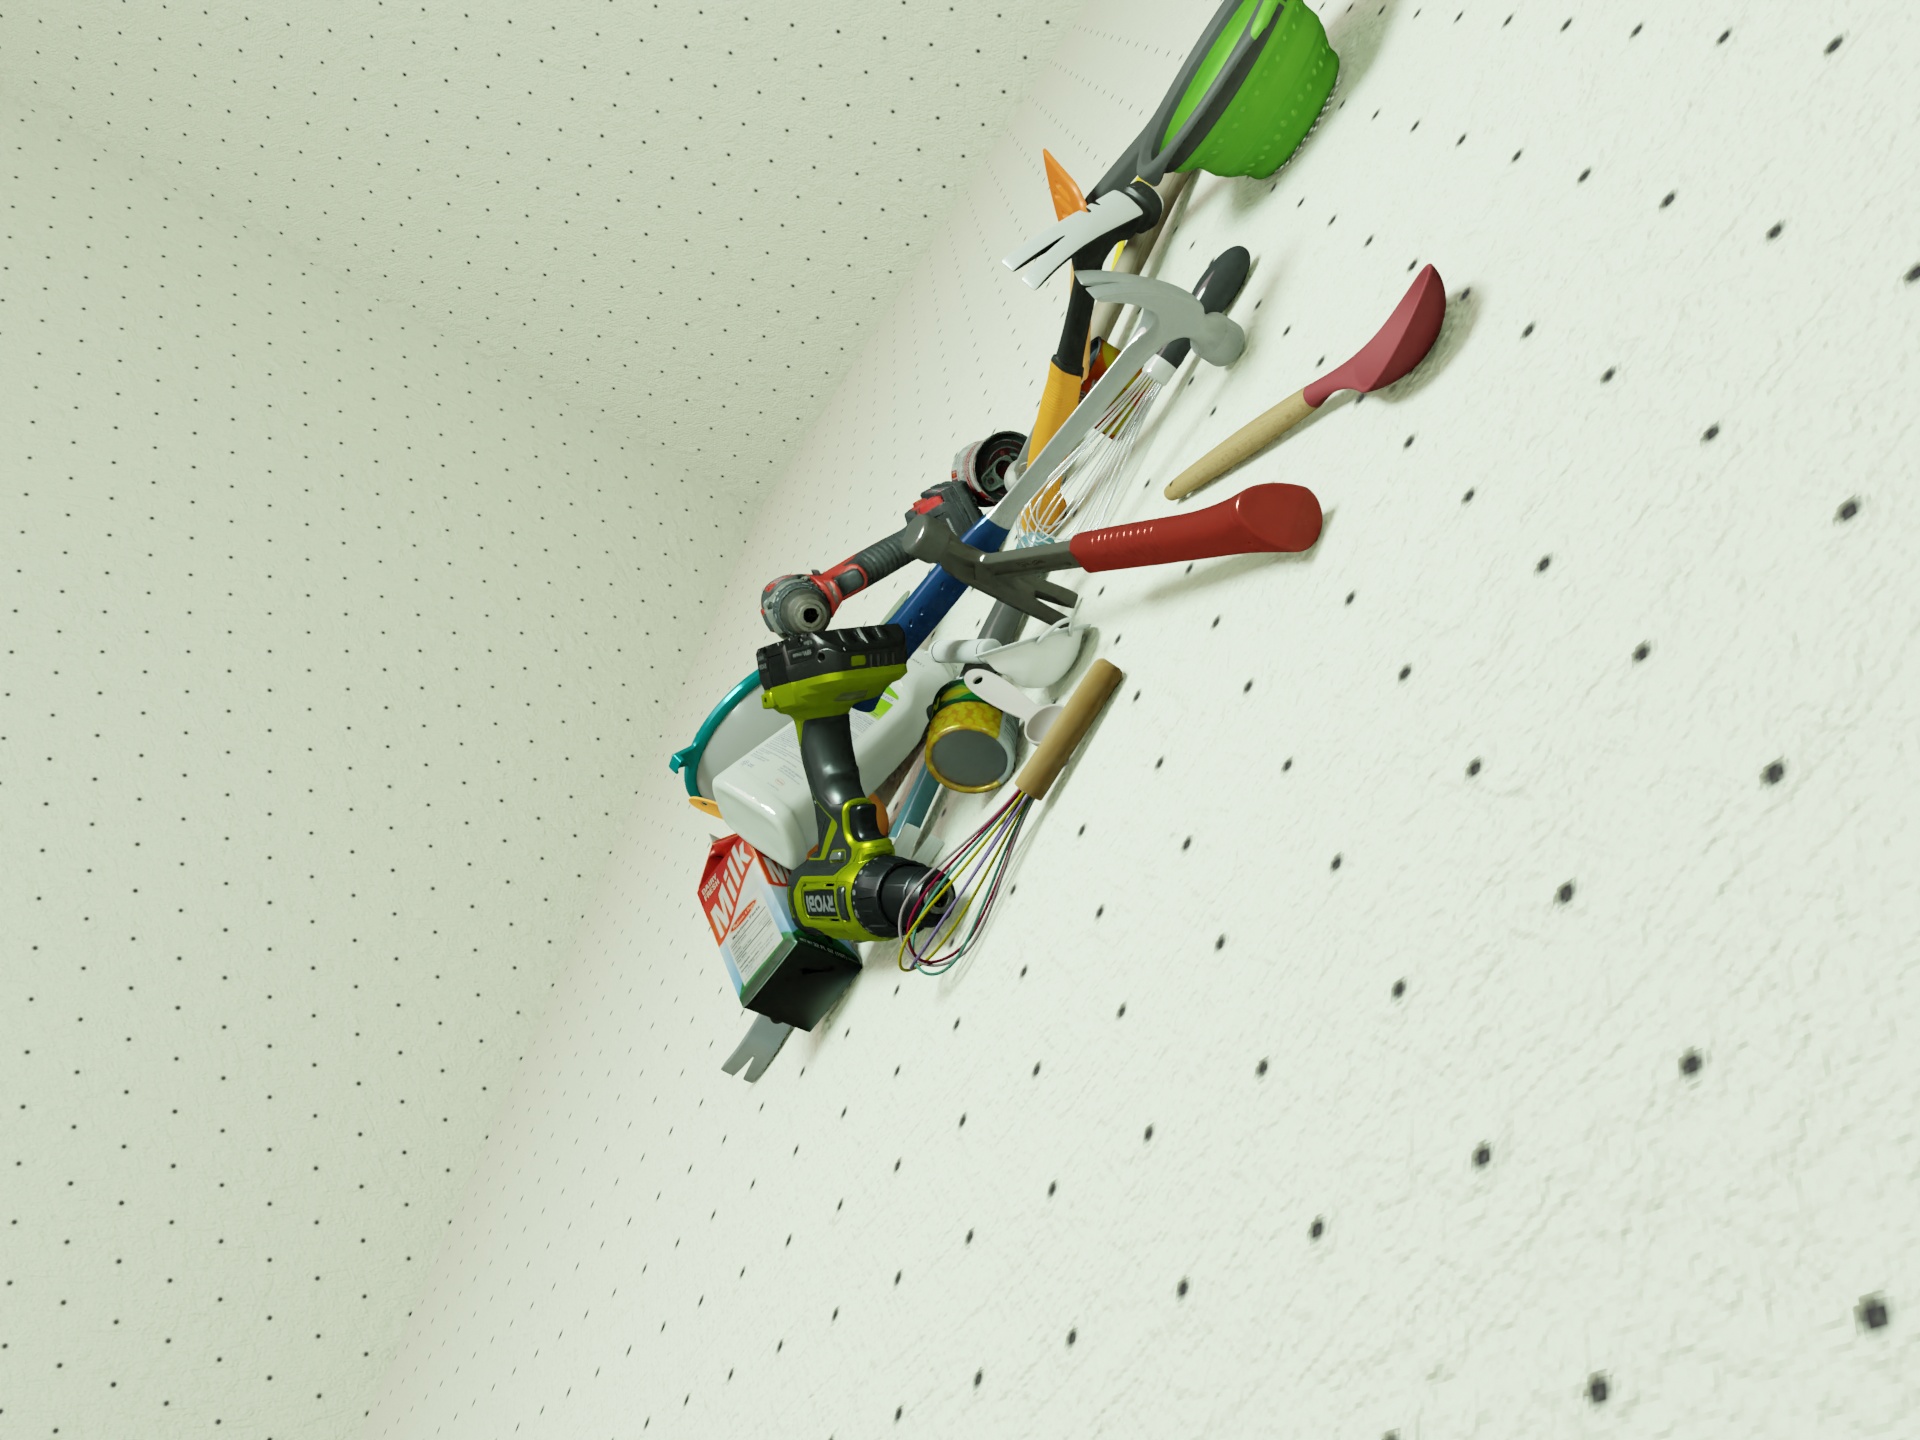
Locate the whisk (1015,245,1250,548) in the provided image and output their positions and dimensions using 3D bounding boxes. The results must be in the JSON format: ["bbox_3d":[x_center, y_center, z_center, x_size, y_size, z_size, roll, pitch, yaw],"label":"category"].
[{"bbox_3d":[0.135,-0.243,1.227,0.284,0.070,0.070,-54,16,9],"label":"whisk"}]

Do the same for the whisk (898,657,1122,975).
[{"bbox_3d":[0.031,0.065,1.037,0.245,0.047,0.051,-57,33,5],"label":"whisk"}]

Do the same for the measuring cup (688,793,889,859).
[{"bbox_3d":[-0.145,0.077,1.372,0.095,0.173,0.052,98,-168,-52],"label":"measuring cup"}]

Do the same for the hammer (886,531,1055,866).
[{"bbox_3d":[-0.002,-0.004,1.291,0.331,0.033,0.128,-65,14,-12],"label":"hammer"}]

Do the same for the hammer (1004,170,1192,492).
[{"bbox_3d":[0.146,-0.398,1.454,0.411,0.038,0.146,-65,3,-17],"label":"hammer"}]

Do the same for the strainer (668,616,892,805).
[{"bbox_3d":[-0.110,-0.008,1.555,0.340,0.095,0.210,-42,-25,-5],"label":"strainer"}]

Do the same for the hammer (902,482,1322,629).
[{"bbox_3d":[0.104,-0.105,1.013,0.359,0.149,0.037,1,70,61],"label":"hammer"}]

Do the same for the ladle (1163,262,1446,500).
[{"bbox_3d":[0.197,-0.185,0.955,0.069,0.031,0.315,-64,13,-18],"label":"ladle"}]

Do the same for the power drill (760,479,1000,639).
[{"bbox_3d":[-0.082,-0.142,1.499,0.226,0.080,0.188,-28,12,-7],"label":"power drill"}]

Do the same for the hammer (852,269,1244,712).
[{"bbox_3d":[0.030,-0.158,1.174,0.405,0.144,0.035,-49,48,25],"label":"hammer"}]

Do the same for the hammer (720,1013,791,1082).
[{"bbox_3d":[-0.174,0.187,1.524,0.143,0.038,0.387,-60,15,16],"label":"hammer"}]

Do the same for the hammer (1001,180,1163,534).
[{"bbox_3d":[0.073,-0.249,1.214,0.127,0.034,0.336,-36,-22,-23],"label":"hammer"}]

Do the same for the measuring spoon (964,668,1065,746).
[{"bbox_3d":[0.039,-0.009,1.110,0.034,0.018,0.124,-43,37,-9],"label":"measuring spoon"}]

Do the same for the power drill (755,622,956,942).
[{"bbox_3d":[-0.074,0.049,1.160,0.190,0.080,0.228,-11,88,59],"label":"power drill"}]

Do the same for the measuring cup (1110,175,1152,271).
[{"bbox_3d":[0.171,-0.466,1.577,0.062,0.029,0.156,180,105,-74],"label":"measuring cup"}]

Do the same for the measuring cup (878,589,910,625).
[{"bbox_3d":[-0.086,-0.070,1.695,0.167,0.038,0.083,-51,18,29],"label":"measuring cup"}]

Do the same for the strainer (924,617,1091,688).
[{"bbox_3d":[0.027,-0.050,1.196,0.258,0.087,0.050,6,109,67],"label":"strainer"}]

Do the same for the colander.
[{"bbox_3d":[0.206,-0.486,1.338,0.204,0.094,0.397,-66,13,-18],"label":"colander"}]

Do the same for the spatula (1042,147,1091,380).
[{"bbox_3d":[0.094,-0.387,1.368,0.323,0.041,0.080,-86,-17,-44],"label":"spatula"}]
